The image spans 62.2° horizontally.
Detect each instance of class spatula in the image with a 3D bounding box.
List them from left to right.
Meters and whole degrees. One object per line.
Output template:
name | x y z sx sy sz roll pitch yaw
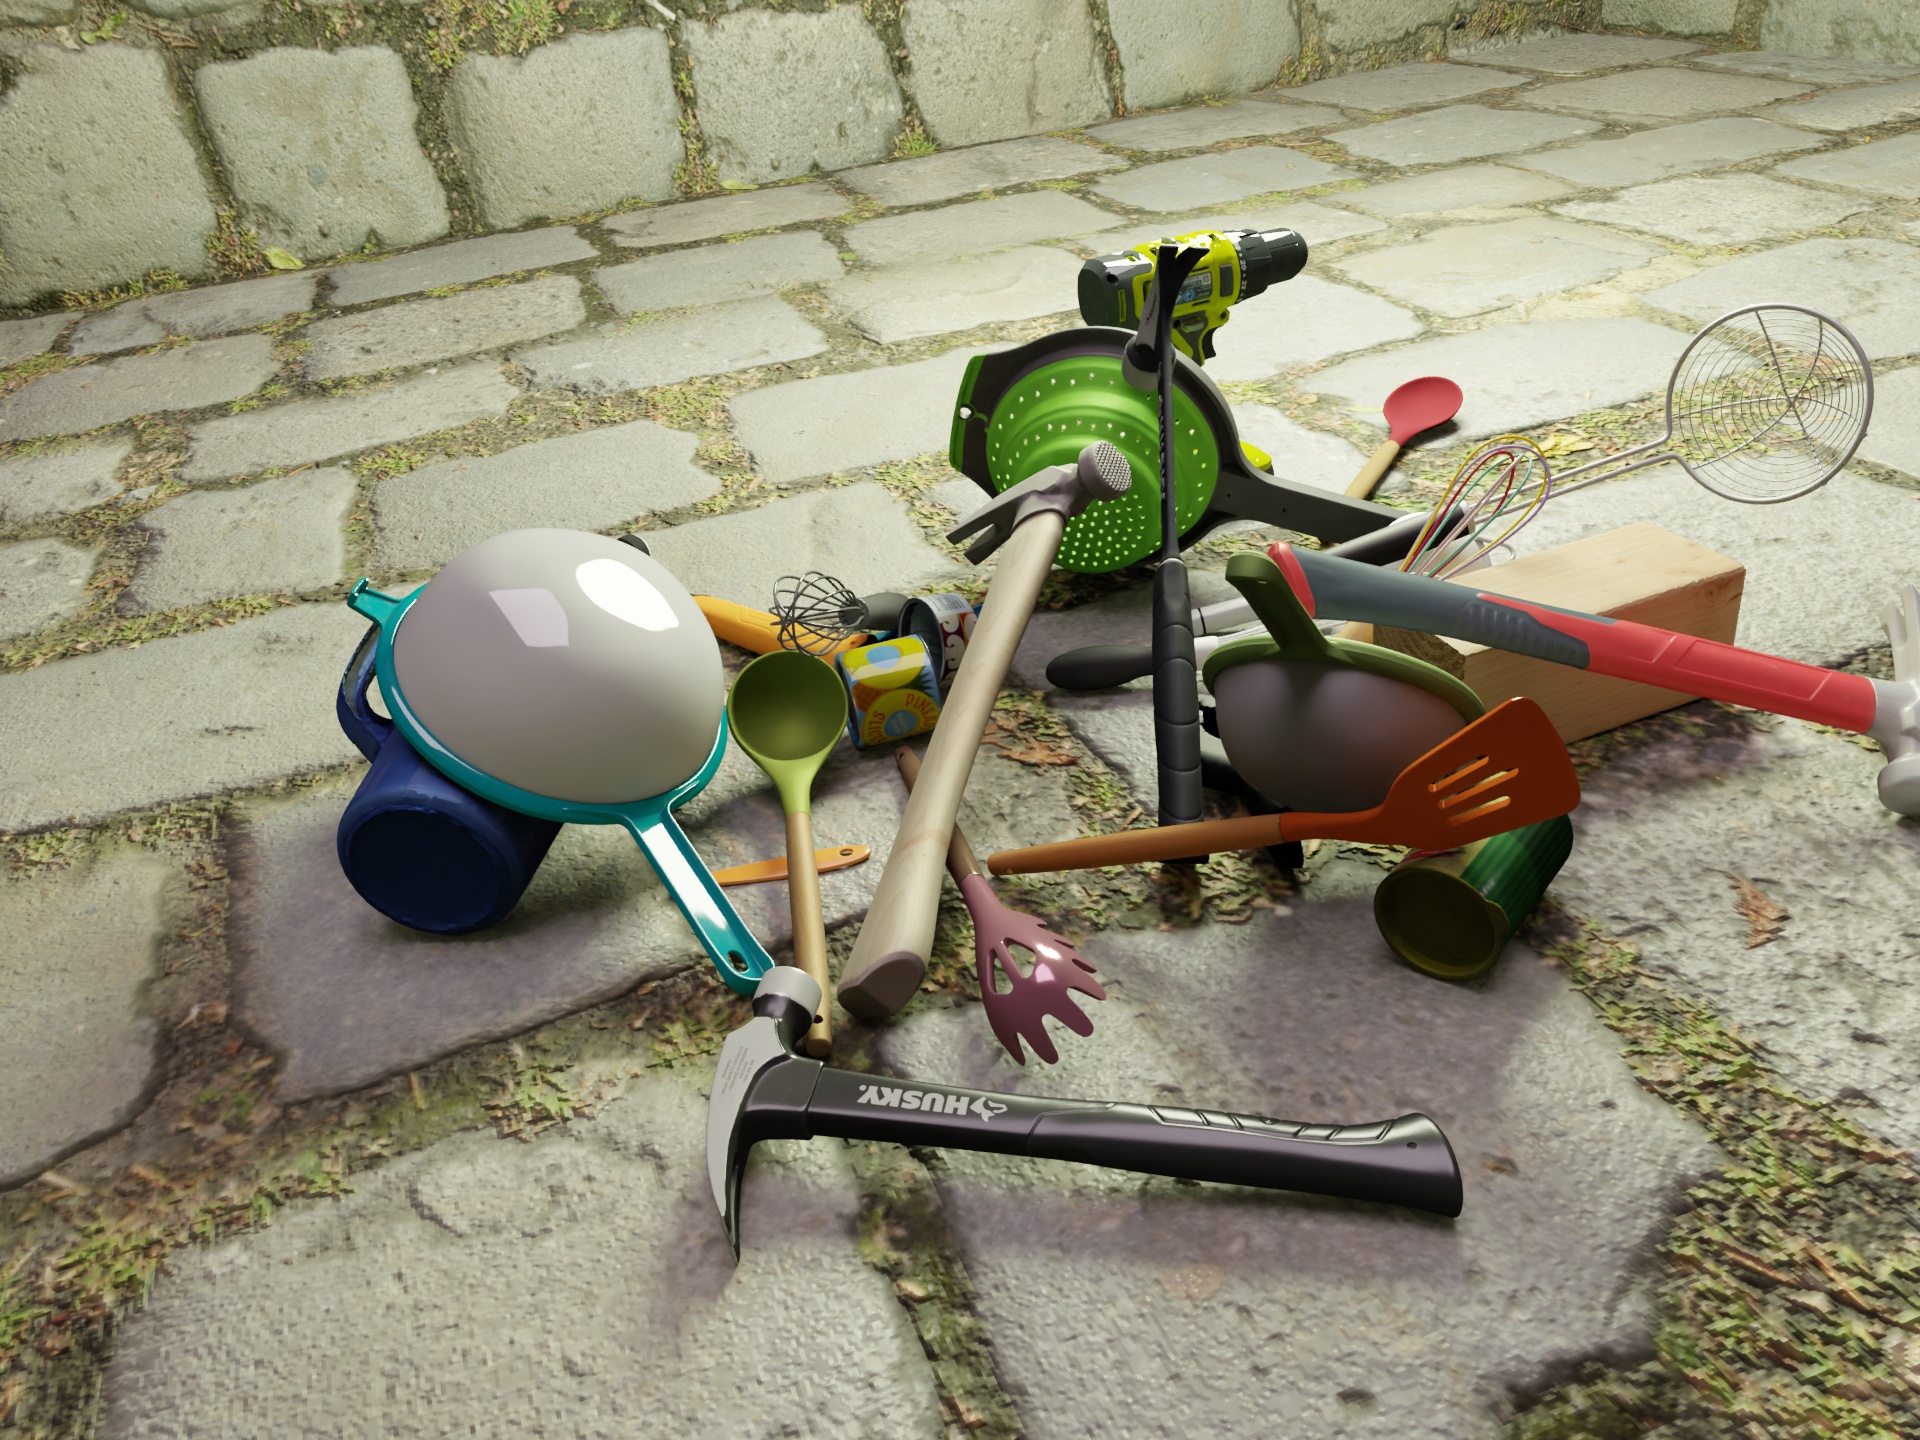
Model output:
spatula | 0.149 0.052 0.827 0.322 0.081 0.041 -11 41 36

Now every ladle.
ladle | -0.093 0.064 0.916 0.078 0.062 0.320 -5 35 -7
ladle | 0.362 -0.224 1.359 0.069 0.031 0.315 9 35 30

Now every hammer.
hammer | -0.196 -0.079 1.218 0.337 0.034 0.127 19 38 37
hammer | -0.001 -0.003 0.944 0.146 0.038 0.411 -25 34 41
hammer | 0.047 0.186 0.704 0.335 0.035 0.146 3 39 13
hammer | 0.130 -0.104 0.967 0.036 0.149 0.409 3 65 -2
hammer | 0.363 -0.055 0.900 0.386 0.038 0.143 13 58 1

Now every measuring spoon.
measuring spoon | -0.111 0.084 0.941 0.117 0.011 0.021 -9 30 -5
measuring spoon | -0.021 -0.062 1.177 0.128 0.021 0.042 -14 17 6

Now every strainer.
strainer | -0.187 -0.002 0.897 0.211 0.095 0.341 -10 52 -43
strainer | 0.175 -0.004 0.803 0.151 0.256 0.069 7 74 29
strainer | 0.271 -0.096 1.130 0.258 0.050 0.087 -15 71 4

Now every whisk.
whisk | -0.074 -0.074 1.077 0.055 0.055 0.239 2 5 15
whisk | 0.198 -0.048 1.070 0.284 0.070 0.070 -8 30 9
whisk | 0.278 -0.086 1.009 0.245 0.047 0.051 -47 34 2

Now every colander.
colander | 0.177 -0.154 1.165 0.397 0.204 0.095 16 44 3

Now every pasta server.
pasta server | 0.005 0.086 0.893 0.060 0.040 0.316 -40 26 3

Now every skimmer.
skimmer | 0.395 -0.160 1.046 0.363 0.127 0.090 -19 -6 11

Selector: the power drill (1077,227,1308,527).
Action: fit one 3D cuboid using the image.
power drill | 0.196 -0.281 1.288 0.190 0.228 0.080 -18 32 -18
